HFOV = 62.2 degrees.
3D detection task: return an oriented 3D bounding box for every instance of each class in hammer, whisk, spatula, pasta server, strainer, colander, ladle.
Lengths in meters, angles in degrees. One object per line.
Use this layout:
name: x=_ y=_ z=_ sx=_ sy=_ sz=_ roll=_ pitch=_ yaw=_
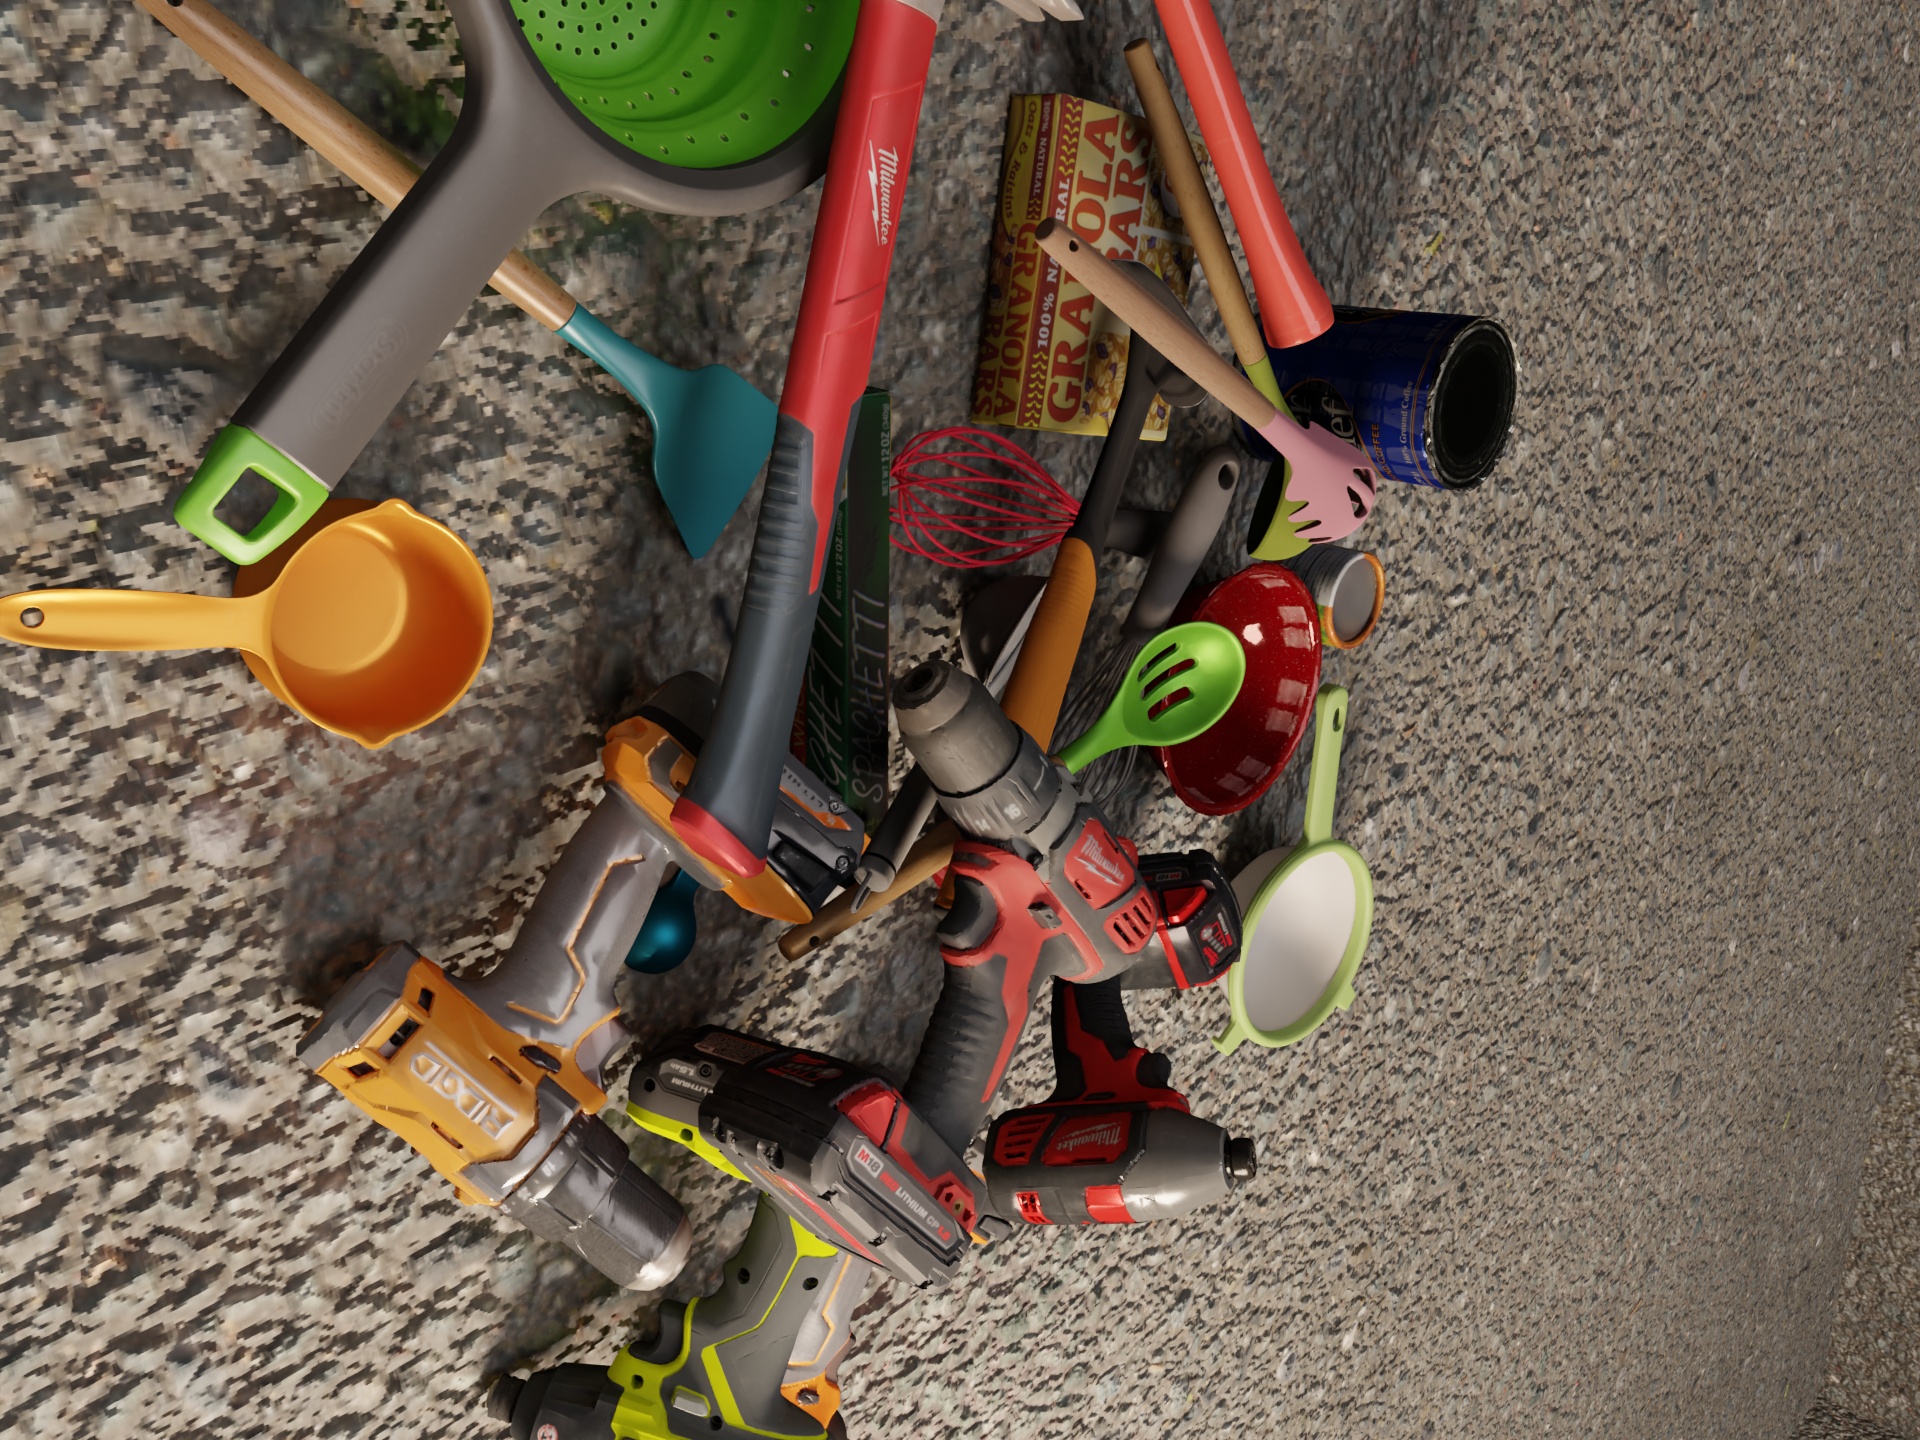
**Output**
hammer: x=0.050 y=-0.058 z=0.793 sx=0.127 sy=0.034 sz=0.337 roll=31 pitch=76 yaw=-58
whisk: x=0.105 y=-0.046 z=0.914 sx=0.055 sy=0.055 sz=0.239 roll=11 pitch=108 yaw=-46
spatula: x=-0.183 y=-0.176 z=0.631 sx=0.317 sy=0.044 sz=0.082 roll=37 pitch=78 yaw=-40
pasta server: x=0.133 y=-0.166 z=0.804 sx=0.316 sy=0.040 sz=0.060 roll=25 pitch=82 yaw=-45
hammer: x=0.104 y=-0.343 z=0.761 sx=0.358 sy=0.037 sz=0.149 roll=63 pitch=32 yaw=-25
strainer: x=0.220 y=0.094 z=1.093 sx=0.151 sy=0.069 sz=0.256 roll=-9 pitch=109 yaw=-40
colander: x=-0.162 y=-0.229 z=0.576 sx=0.397 sy=0.095 sz=0.204 roll=-58 pitch=137 yaw=-13
hammer: x=-0.045 y=-0.126 z=0.639 sx=0.143 sy=0.038 sz=0.386 roll=3 pitch=102 yaw=-49
ladle: x=0.141 y=-0.218 z=0.875 sx=0.319 sy=0.062 sz=0.078 roll=59 pitch=33 yaw=-36
strainer: x=-0.001 y=-0.003 z=0.819 sx=0.259 sy=0.050 sz=0.086 roll=-61 pitch=174 yaw=-37
whisk: x=0.058 y=-0.111 z=0.870 sx=0.295 sy=0.073 sz=0.073 roll=1 pitch=103 yaw=-51

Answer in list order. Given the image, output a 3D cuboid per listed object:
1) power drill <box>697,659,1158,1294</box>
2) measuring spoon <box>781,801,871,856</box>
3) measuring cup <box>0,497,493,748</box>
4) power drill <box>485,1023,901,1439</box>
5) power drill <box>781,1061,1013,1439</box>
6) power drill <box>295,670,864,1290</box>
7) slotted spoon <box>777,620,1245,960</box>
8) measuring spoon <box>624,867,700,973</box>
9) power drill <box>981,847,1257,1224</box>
power drill: x=-0.013 y=0.104 z=0.689 sx=0.227 sy=0.080 sz=0.187 roll=-55 pitch=128 yaw=-25
measuring spoon: x=-0.089 y=0.038 z=0.771 sx=0.116 sy=0.011 sz=0.021 roll=34 pitch=83 yaw=-16
measuring cup: x=-0.262 y=-0.040 z=0.580 sx=0.173 sy=0.052 sz=0.095 roll=-2 pitch=105 yaw=-43
power drill: x=-0.122 y=0.270 z=0.766 sx=0.080 sy=0.171 sz=0.223 roll=27 pitch=79 yaw=-87
power drill: x=-0.062 y=0.322 z=0.888 sx=0.226 sy=0.084 sz=0.164 roll=-53 pitch=134 yaw=-11
power drill: x=-0.139 y=0.115 z=0.692 sx=0.185 sy=0.084 sz=0.226 roll=44 pitch=70 yaw=-11
slotted spoon: x=0.033 y=0.035 z=0.836 sx=0.314 sy=0.031 sz=0.070 roll=-33 pitch=120 yaw=-26
measuring spoon: x=-0.121 y=0.069 z=0.777 sx=0.042 sy=0.021 sz=0.128 roll=43 pitch=74 yaw=-44
power drill: x=0.099 y=0.180 z=0.895 sx=0.220 sy=0.143 sz=0.078 roll=-75 pitch=148 yaw=-46
